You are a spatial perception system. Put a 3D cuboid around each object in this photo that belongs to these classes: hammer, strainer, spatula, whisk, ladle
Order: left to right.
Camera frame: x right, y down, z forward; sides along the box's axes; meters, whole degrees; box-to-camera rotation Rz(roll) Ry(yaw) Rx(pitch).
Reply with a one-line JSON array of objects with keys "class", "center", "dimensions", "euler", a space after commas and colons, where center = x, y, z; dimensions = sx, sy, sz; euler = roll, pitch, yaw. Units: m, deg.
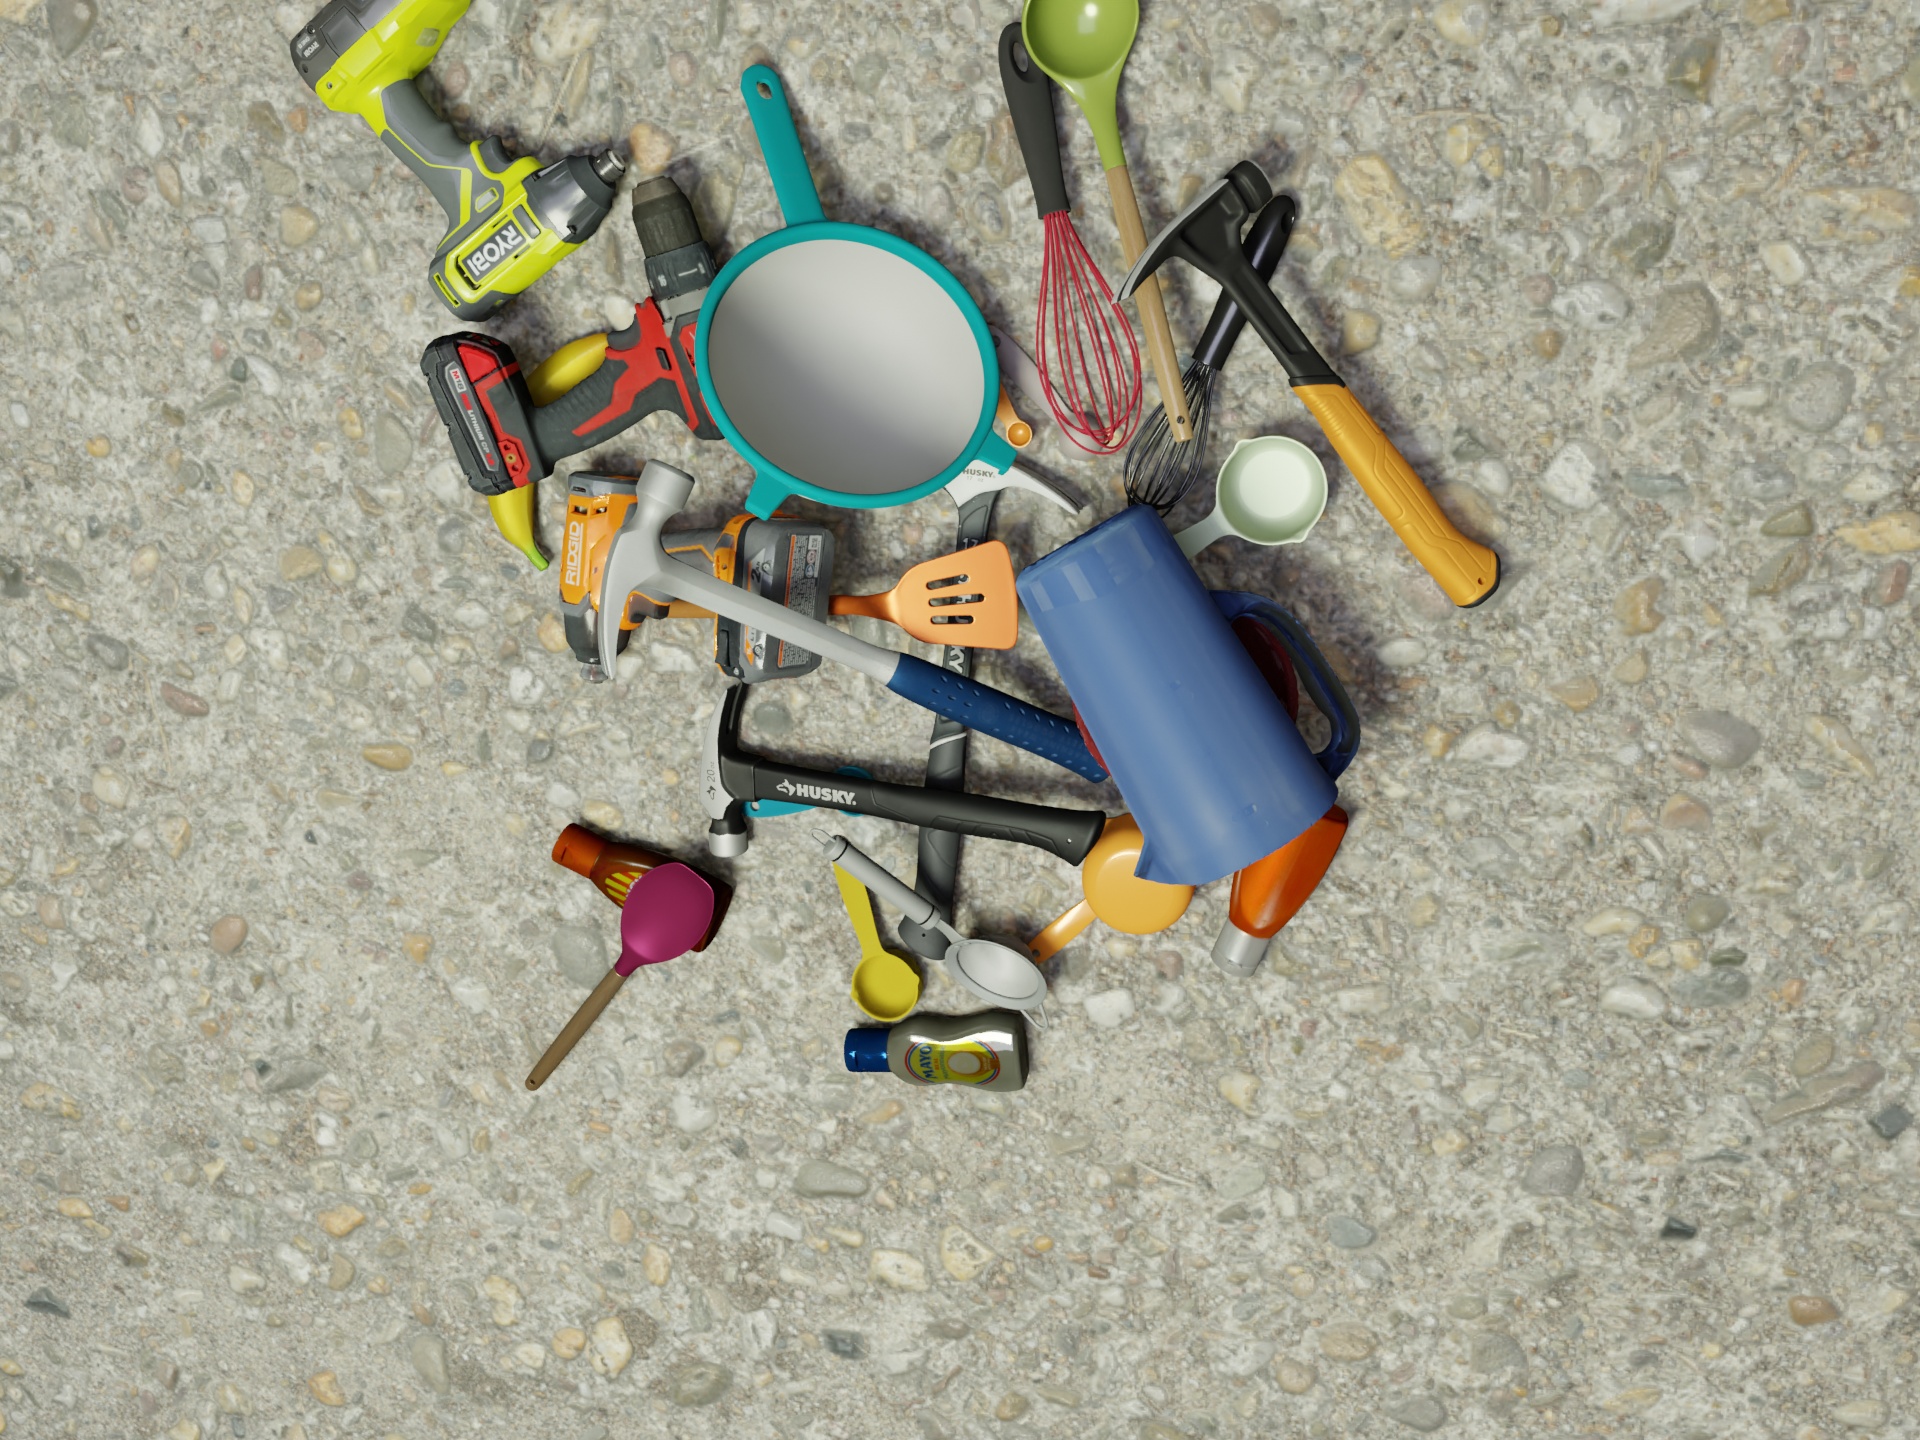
[{"class": "spatula", "center": [-0.111, -0.088, 1.200], "dimensions": [0.323, 0.041, 0.081], "euler": [1, 108, 27]}, {"class": "strainer", "center": [-0.104, -0.292, 1.125], "dimensions": [0.211, 0.095, 0.340], "euler": [-14, 78, -20]}, {"class": "hammer", "center": [-0.061, -0.035, 1.117], "dimensions": [0.405, 0.035, 0.144], "euler": [23, 94, -25]}, {"class": "hammer", "center": [-0.050, 0.057, 1.213], "dimensions": [0.335, 0.035, 0.146], "euler": [8, 111, 22]}, {"class": "strainer", "center": [-0.017, 0.154, 1.229], "dimensions": [0.258, 0.050, 0.087], "euler": [39, 141, -24]}, {"class": "hammer", "center": [-0.002, -0.004, 1.220], "dimensions": [0.149, 0.036, 0.408], "euler": [9, 109, 10]}, {"class": "whisk", "center": [0.070, -0.329, 1.093], "dimensions": [0.073, 0.073, 0.296], "euler": [-11, 97, 17]}, {"class": "ladle", "center": [0.110, -0.343, 1.056], "dimensions": [0.078, 0.062, 0.320], "euler": [-15, 94, 5]}, {"class": "whisk", "center": [0.173, -0.247, 1.099], "dimensions": [0.055, 0.055, 0.239], "euler": [26, 106, 5]}, {"class": "hammer", "center": [0.247, -0.202, 1.064], "dimensions": [0.127, 0.034, 0.336], "euler": [-44, 103, -7]}]

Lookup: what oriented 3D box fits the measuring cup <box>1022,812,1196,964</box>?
[{"class": "measuring cup", "center": [0.107, 0.146, 1.226], "dimensions": [0.173, 0.052, 0.095], "euler": [-42, 93, 20]}]

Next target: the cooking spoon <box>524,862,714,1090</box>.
[{"class": "cooking spoon", "center": [-0.296, 0.224, 1.339], "dimensions": [0.069, 0.017, 0.318], "euler": [39, 121, -3]}]

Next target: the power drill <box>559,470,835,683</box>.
[{"class": "power drill", "center": [-0.209, -0.092, 1.187], "dimensions": [0.227, 0.084, 0.164], "euler": [15, 103, 31]}]

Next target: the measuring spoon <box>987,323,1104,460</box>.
[{"class": "measuring spoon", "center": [0.056, -0.236, 1.143], "dimensions": [0.034, 0.018, 0.124], "euler": [-42, 93, 21]}]

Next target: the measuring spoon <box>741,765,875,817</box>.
[{"class": "measuring spoon", "center": [-0.121, 0.060, 1.280], "dimensions": [0.128, 0.021, 0.042], "euler": [-9, 103, 26]}]

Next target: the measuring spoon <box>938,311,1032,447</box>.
[{"class": "measuring spoon", "center": [0.018, -0.250, 1.155], "dimensions": [0.021, 0.011, 0.117], "euler": [-30, 94, 26]}]

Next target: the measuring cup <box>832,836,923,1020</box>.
[{"class": "measuring cup", "center": [-0.073, 0.167, 1.298], "dimensions": [0.062, 0.029, 0.156], "euler": [-18, 90, 18]}]

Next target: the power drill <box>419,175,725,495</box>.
[{"class": "power drill", "center": [-0.268, -0.274, 1.155], "dimensions": [0.226, 0.080, 0.187], "euler": [-18, 109, 0]}]

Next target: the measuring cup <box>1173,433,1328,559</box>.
[{"class": "measuring cup", "center": [0.183, -0.141, 1.132], "dimensions": [0.167, 0.038, 0.083], "euler": [-32, 97, 22]}]

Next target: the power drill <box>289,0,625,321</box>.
[{"class": "power drill", "center": [-0.361, -0.430, 1.160], "dimensions": [0.171, 0.080, 0.223], "euler": [-31, 101, 20]}]
